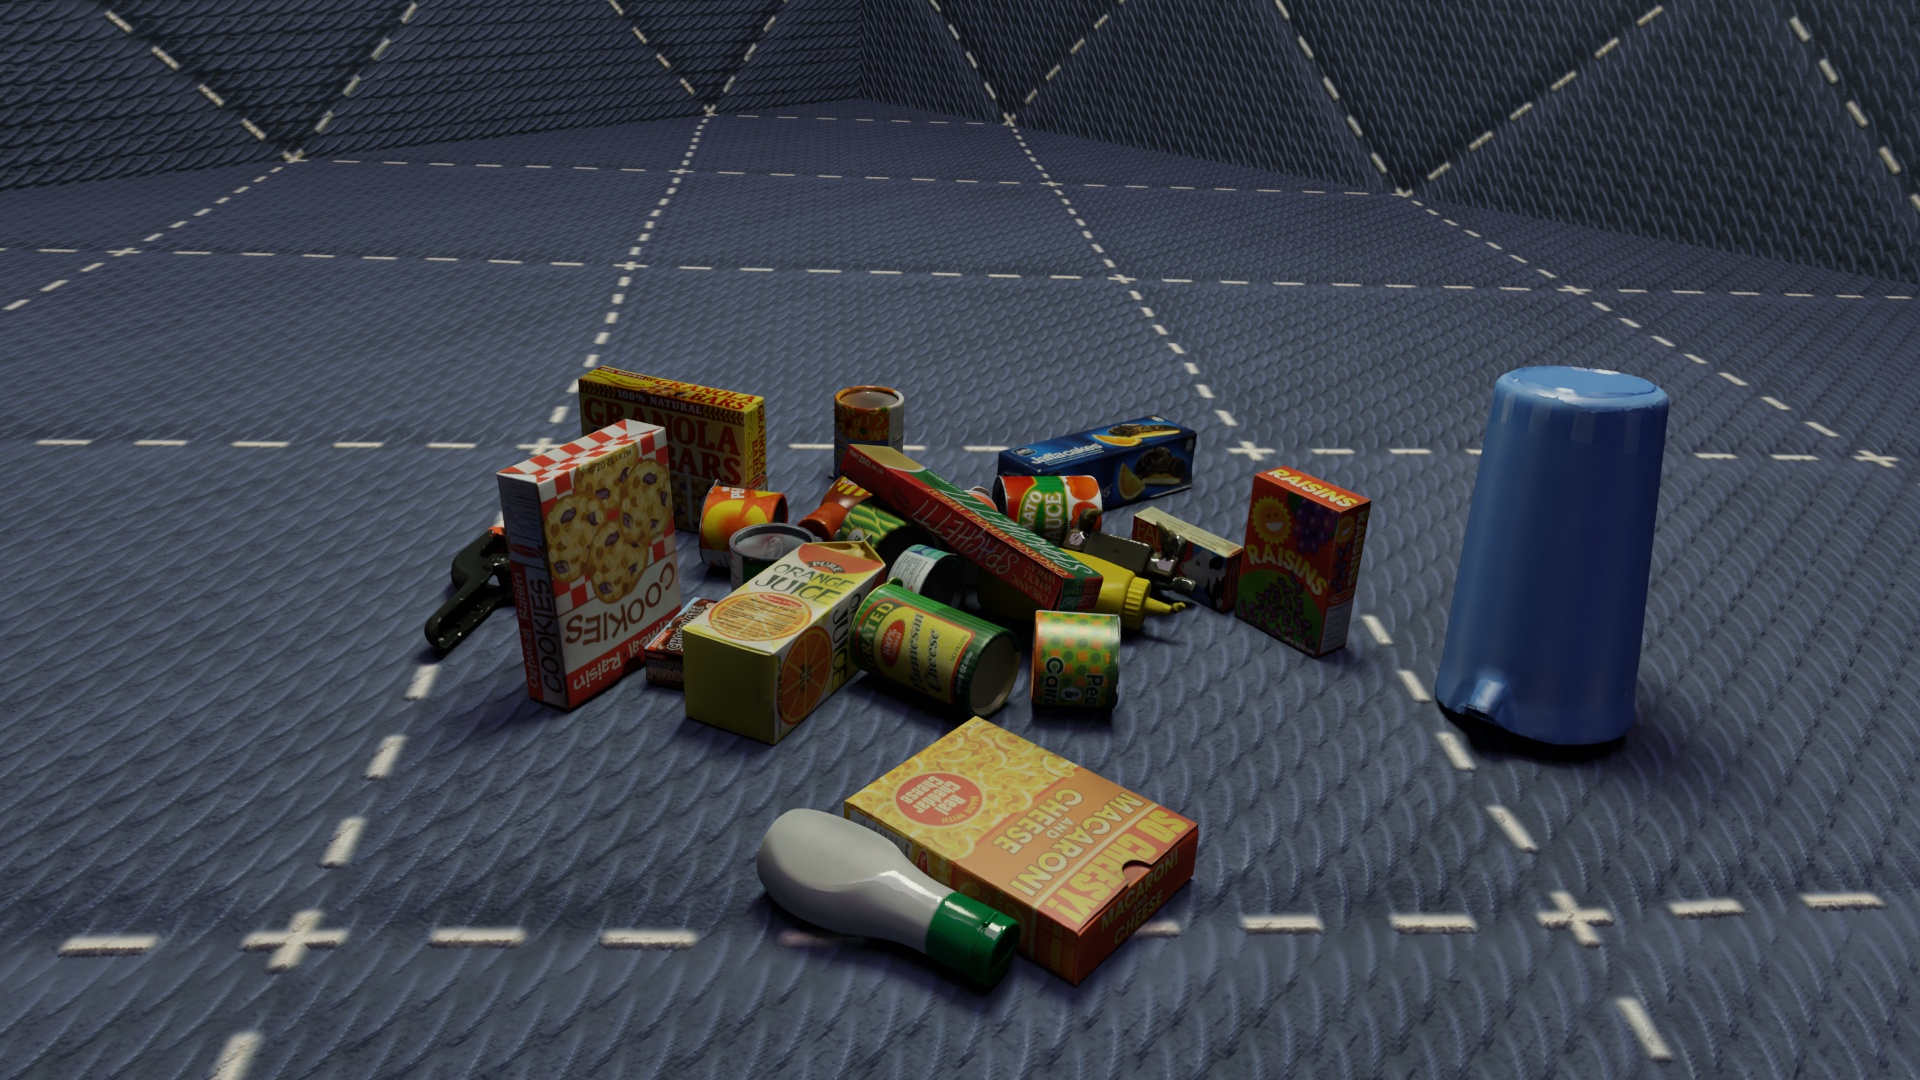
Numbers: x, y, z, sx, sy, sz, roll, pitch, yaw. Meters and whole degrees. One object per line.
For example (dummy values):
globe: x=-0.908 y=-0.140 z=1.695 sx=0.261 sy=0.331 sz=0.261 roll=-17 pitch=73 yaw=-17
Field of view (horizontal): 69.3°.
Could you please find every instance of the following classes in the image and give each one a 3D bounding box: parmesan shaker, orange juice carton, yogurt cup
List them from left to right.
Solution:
orange juice carton: x=-0.111 y=0.060 z=0.986 sx=0.073 sy=0.071 sz=0.193 roll=14 pitch=28 yaw=22
parmesan shaker: x=-0.017 y=0.074 z=0.967 sx=0.103 sy=0.071 sz=0.071 roll=19 pitch=30 yaw=31
yogurt cup: x=0.008 y=0.001 z=1.138 sx=0.072 sy=0.072 sz=0.054 roll=-7 pitch=35 yaw=-20

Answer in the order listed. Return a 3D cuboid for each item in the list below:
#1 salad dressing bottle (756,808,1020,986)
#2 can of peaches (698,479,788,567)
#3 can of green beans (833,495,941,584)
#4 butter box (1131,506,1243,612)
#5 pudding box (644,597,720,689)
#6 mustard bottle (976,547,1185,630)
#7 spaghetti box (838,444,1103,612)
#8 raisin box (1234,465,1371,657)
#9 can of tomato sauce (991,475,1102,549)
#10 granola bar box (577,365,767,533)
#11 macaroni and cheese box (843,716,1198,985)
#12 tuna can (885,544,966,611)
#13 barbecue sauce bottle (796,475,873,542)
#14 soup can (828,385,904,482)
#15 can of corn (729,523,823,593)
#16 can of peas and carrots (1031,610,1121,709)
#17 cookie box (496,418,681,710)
salad dressing bottle: x=-0.040 y=0.192 z=0.749 sx=0.148 sy=0.043 sz=0.064 roll=18 pitch=29 yaw=27
can of peaches: x=-0.176 y=-0.012 z=1.133 sx=0.058 sy=0.071 sz=0.071 roll=7 pitch=25 yaw=6
can of green beans: x=-0.056 y=0.004 z=1.118 sx=0.071 sy=0.071 sz=0.058 roll=-10 pitch=28 yaw=-26
butter box: x=0.184 y=0.014 z=1.138 sx=0.024 sy=0.053 sz=0.103 roll=-20 pitch=33 yaw=-35
pudding box: x=-0.186 y=0.074 z=0.997 sx=0.050 sy=0.030 sz=0.084 roll=8 pitch=25 yaw=14
mustard bottle: x=0.094 y=0.041 z=1.076 sx=0.160 sy=0.048 sz=0.066 roll=12 pitch=33 yaw=17
spaghetti box: x=0.004 y=-0.013 z=1.071 sx=0.050 sy=0.028 sz=0.250 roll=-1 pitch=26 yaw=-48
raisin box: x=0.261 y=0.015 z=1.063 sx=0.040 sy=0.122 sz=0.086 roll=-16 pitch=30 yaw=-34
can of tomato sauce: x=0.073 y=-0.022 z=1.187 sx=0.083 sy=0.071 sz=0.071 roll=-1 pitch=25 yaw=-10
granola bar box: x=-0.246 y=-0.075 z=1.197 sx=0.165 sy=0.123 sz=0.039 roll=13 pitch=28 yaw=19
macaroni and cheese box: x=0.034 y=0.171 z=0.803 sx=0.166 sy=0.040 sz=0.124 roll=21 pitch=31 yaw=34
tuna can: x=-0.026 y=0.039 z=1.052 sx=0.033 sy=0.070 sz=0.071 roll=17 pitch=28 yaw=30
barbecue sauce bottle: x=-0.091 y=-0.029 z=1.212 sx=0.065 sy=0.043 sz=0.149 roll=15 pitch=28 yaw=20
soup can: x=-0.089 y=-0.096 z=1.307 sx=0.071 sy=0.083 sz=0.071 roll=2 pitch=25 yaw=-1
can of corn: x=-0.142 y=0.026 z=1.070 sx=0.071 sy=0.058 sz=0.071 roll=2 pitch=25 yaw=-1
can of peas and carrots: x=0.079 y=0.084 z=0.965 sx=0.059 sy=0.070 sz=0.071 roll=3 pitch=25 yaw=2
cookie box: x=-0.249 y=0.015 z=0.956 sx=0.040 sy=0.166 sz=0.123 roll=12 pitch=27 yaw=26
